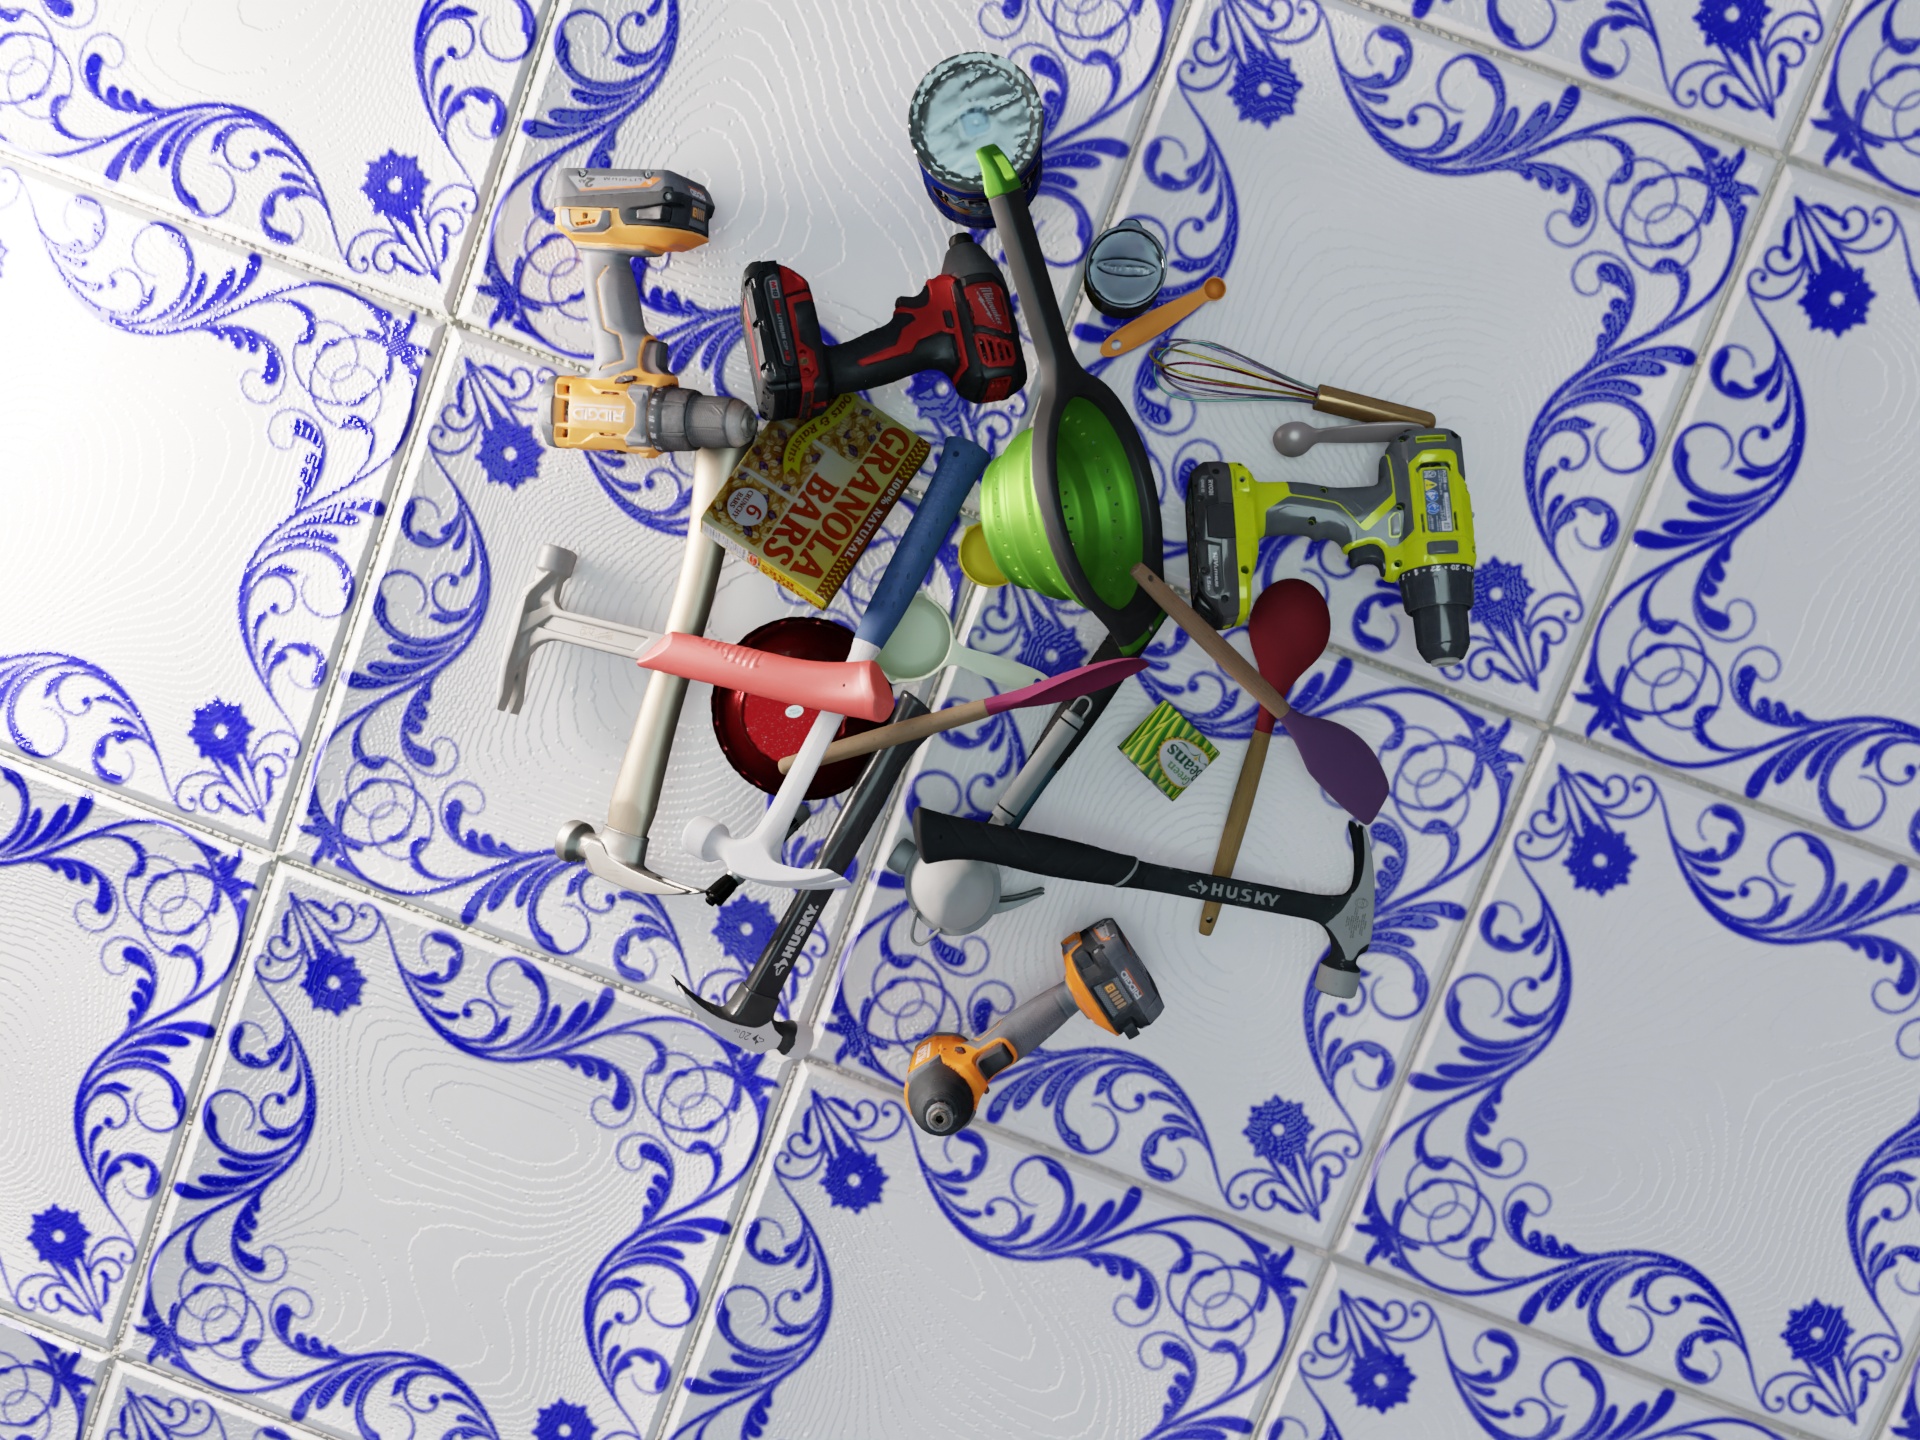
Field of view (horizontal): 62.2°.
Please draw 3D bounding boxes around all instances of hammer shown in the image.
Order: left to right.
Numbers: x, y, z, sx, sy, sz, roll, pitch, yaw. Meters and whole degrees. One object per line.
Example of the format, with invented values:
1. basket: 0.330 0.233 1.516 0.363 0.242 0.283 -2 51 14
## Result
1. hammer: -0.231 -0.057 1.345 0.146 0.038 0.410 17 93 27
2. hammer: -0.220 -0.042 1.296 0.359 0.036 0.149 14 87 24
3. hammer: -0.117 0.126 1.346 0.146 0.035 0.335 27 94 -37
4. hammer: -0.075 -0.050 1.291 0.144 0.035 0.405 20 76 27
5. hammer: 0.078 0.023 1.358 0.128 0.033 0.331 34 96 0
6. hammer: 0.157 0.125 1.321 0.408 0.036 0.149 12 93 -11

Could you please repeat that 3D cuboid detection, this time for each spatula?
1. spatula: 0.249 -0.025 1.302 0.315 0.018 0.060 40 72 -21

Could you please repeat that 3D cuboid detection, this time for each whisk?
1. whisk: 0.273 -0.271 1.316 0.245 0.047 0.051 14 95 -2

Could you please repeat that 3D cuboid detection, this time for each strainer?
1. strainer: 0.030 0.084 1.332 0.087 0.050 0.258 37 93 16

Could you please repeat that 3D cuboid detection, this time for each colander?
1. colander: 0.053 -0.239 1.242 0.094 0.204 0.397 -9 111 30

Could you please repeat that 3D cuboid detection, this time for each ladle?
1. ladle: 0.249 0.034 1.355 0.069 0.031 0.315 15 98 2

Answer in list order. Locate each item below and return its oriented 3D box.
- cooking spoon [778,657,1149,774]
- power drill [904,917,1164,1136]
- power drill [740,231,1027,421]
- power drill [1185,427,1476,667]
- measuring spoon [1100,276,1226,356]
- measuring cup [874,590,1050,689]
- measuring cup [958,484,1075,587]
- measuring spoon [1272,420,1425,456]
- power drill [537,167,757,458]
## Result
1. cooking spoon: -0.002 -0.004 1.284 0.319 0.068 0.017 -17 77 15
2. power drill: 0.053 0.263 1.318 0.226 0.164 0.084 -33 92 3
3. power drill: -0.063 -0.322 1.291 0.219 0.078 0.143 -9 78 -12
4. power drill: 0.304 -0.134 1.294 0.228 0.080 0.191 -3 80 3
5. measuring spoon: 0.169 -0.337 1.333 0.117 0.011 0.021 -28 94 9
6. measuring cup: 0.000 -0.056 1.352 0.167 0.038 0.083 19 96 1
7. measuring cup: 0.059 -0.175 1.350 0.062 0.029 0.156 44 84 -5
8. measuring spoon: 0.322 -0.232 1.315 0.124 0.034 0.018 -2 51 9
9. power drill: -0.252 -0.329 1.306 0.185 0.084 0.226 7 98 16
